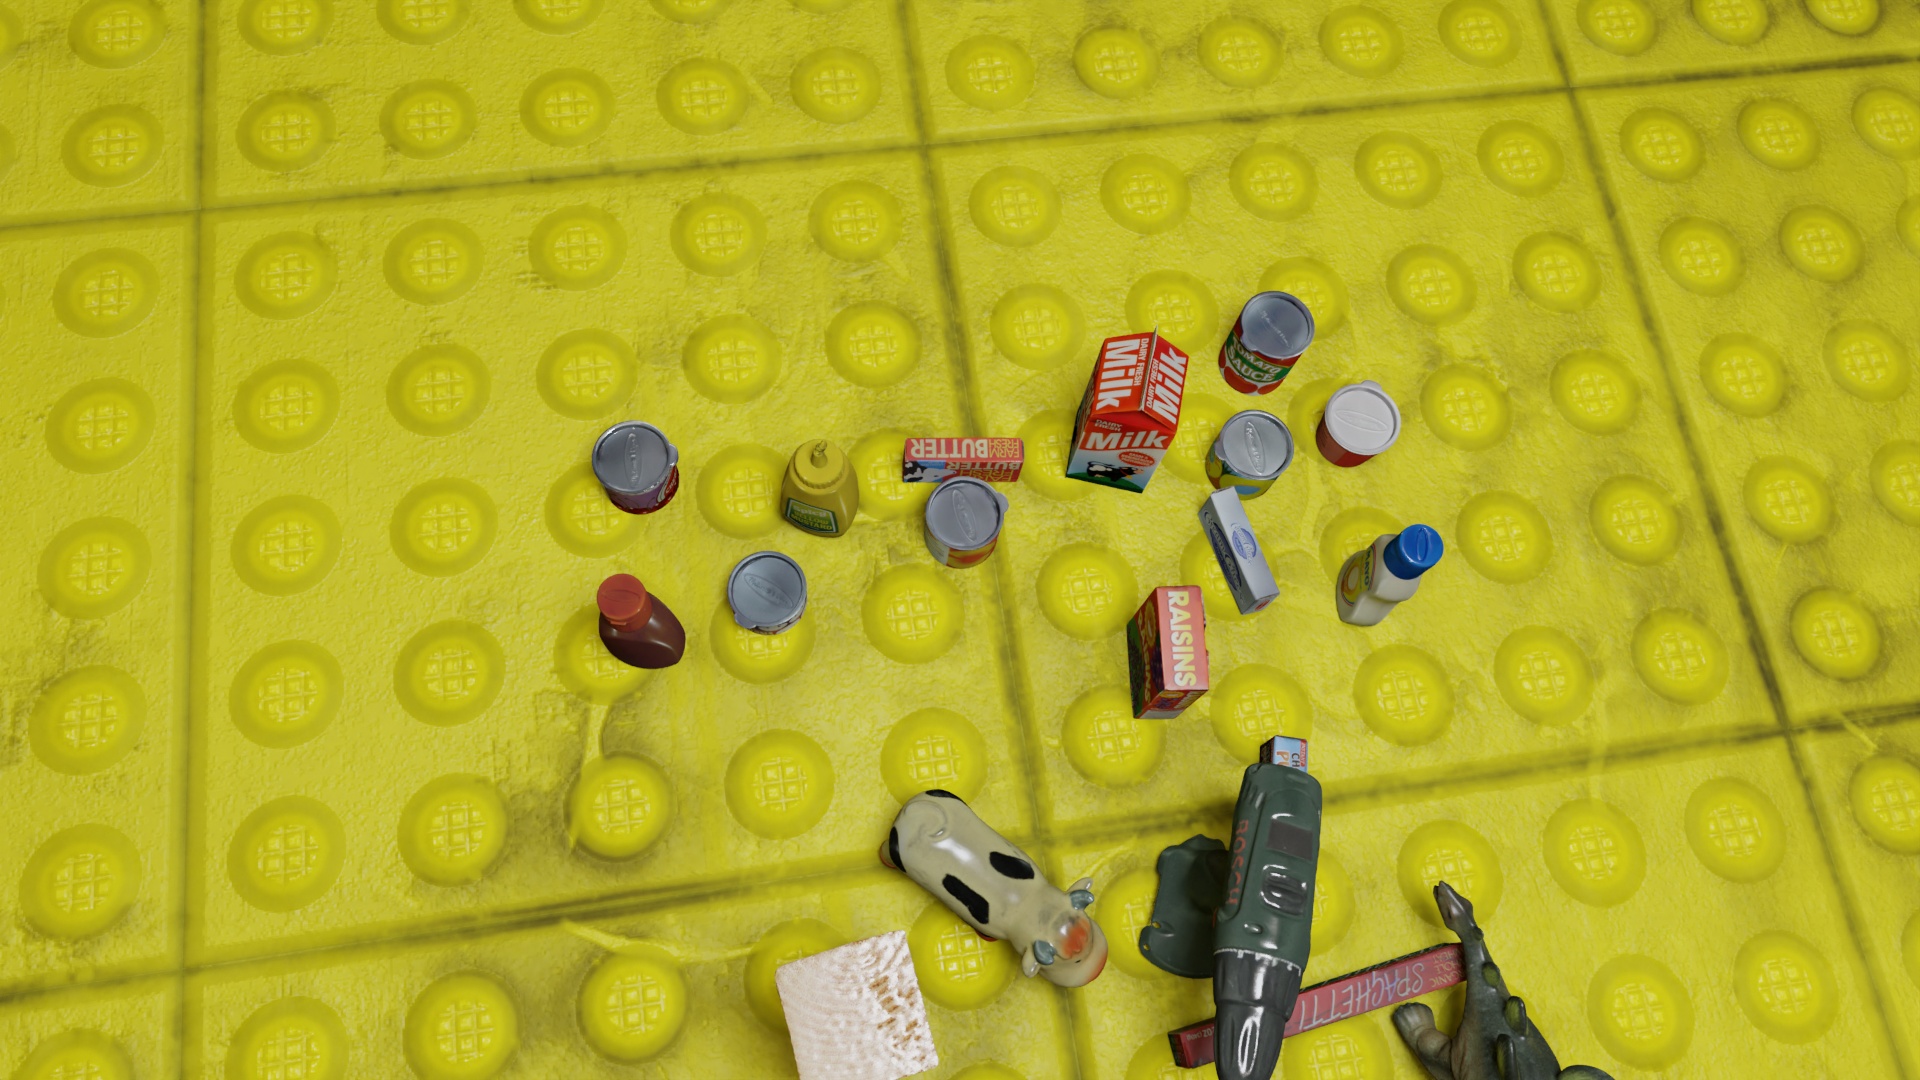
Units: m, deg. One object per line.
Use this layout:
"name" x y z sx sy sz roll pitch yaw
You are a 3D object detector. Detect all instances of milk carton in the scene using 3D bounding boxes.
"milk carton" 0.141 -0.109 1.163 0.073 0.190 0.072 12 71 0

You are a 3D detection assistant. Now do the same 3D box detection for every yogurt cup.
"yogurt cup" 0.354 -0.100 1.249 0.072 0.053 0.072 1 71 -4

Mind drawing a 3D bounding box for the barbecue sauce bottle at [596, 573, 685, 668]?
"barbecue sauce bottle" -0.256 0.064 1.096 0.065 0.148 0.044 7 72 -2

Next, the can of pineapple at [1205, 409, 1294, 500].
"can of pineapple" 0.253 -0.075 1.230 0.071 0.057 0.071 1 71 -4

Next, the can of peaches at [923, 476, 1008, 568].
"can of peaches" 0.004 -0.015 1.191 0.071 0.058 0.071 1 71 -4

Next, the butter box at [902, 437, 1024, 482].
"butter box" 0.002 -0.070 1.212 0.103 0.053 0.024 -1 72 -5

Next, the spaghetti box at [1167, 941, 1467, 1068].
"spaghetti box" 0.286 0.363 1.089 0.250 0.050 0.029 -14 73 -9

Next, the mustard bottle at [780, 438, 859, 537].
"mustard bottle" -0.116 -0.048 1.138 0.065 0.159 0.049 17 71 1

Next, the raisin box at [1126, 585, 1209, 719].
"raisin box" 0.168 0.094 1.132 0.040 0.123 0.086 0 72 -4

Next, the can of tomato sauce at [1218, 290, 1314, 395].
"can of tomato sauce" 0.273 -0.175 1.252 0.071 0.083 0.071 1 72 -4

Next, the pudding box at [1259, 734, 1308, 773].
"pudding box" 0.264 0.206 1.140 0.030 0.049 0.084 8 71 -2

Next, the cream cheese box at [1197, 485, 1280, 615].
"cream cheese box" 0.240 0.010 1.203 0.024 0.053 0.104 -17 74 -10

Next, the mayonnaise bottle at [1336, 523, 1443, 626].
"mayonnaise bottle" 0.356 0.025 1.157 0.041 0.147 0.065 9 71 -1

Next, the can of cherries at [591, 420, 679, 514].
"can of cherries" -0.273 -0.061 1.184 0.071 0.058 0.071 1 71 -4

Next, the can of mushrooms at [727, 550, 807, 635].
"can of mushrooms" -0.164 0.047 1.170 0.071 0.033 0.071 1 71 -4
